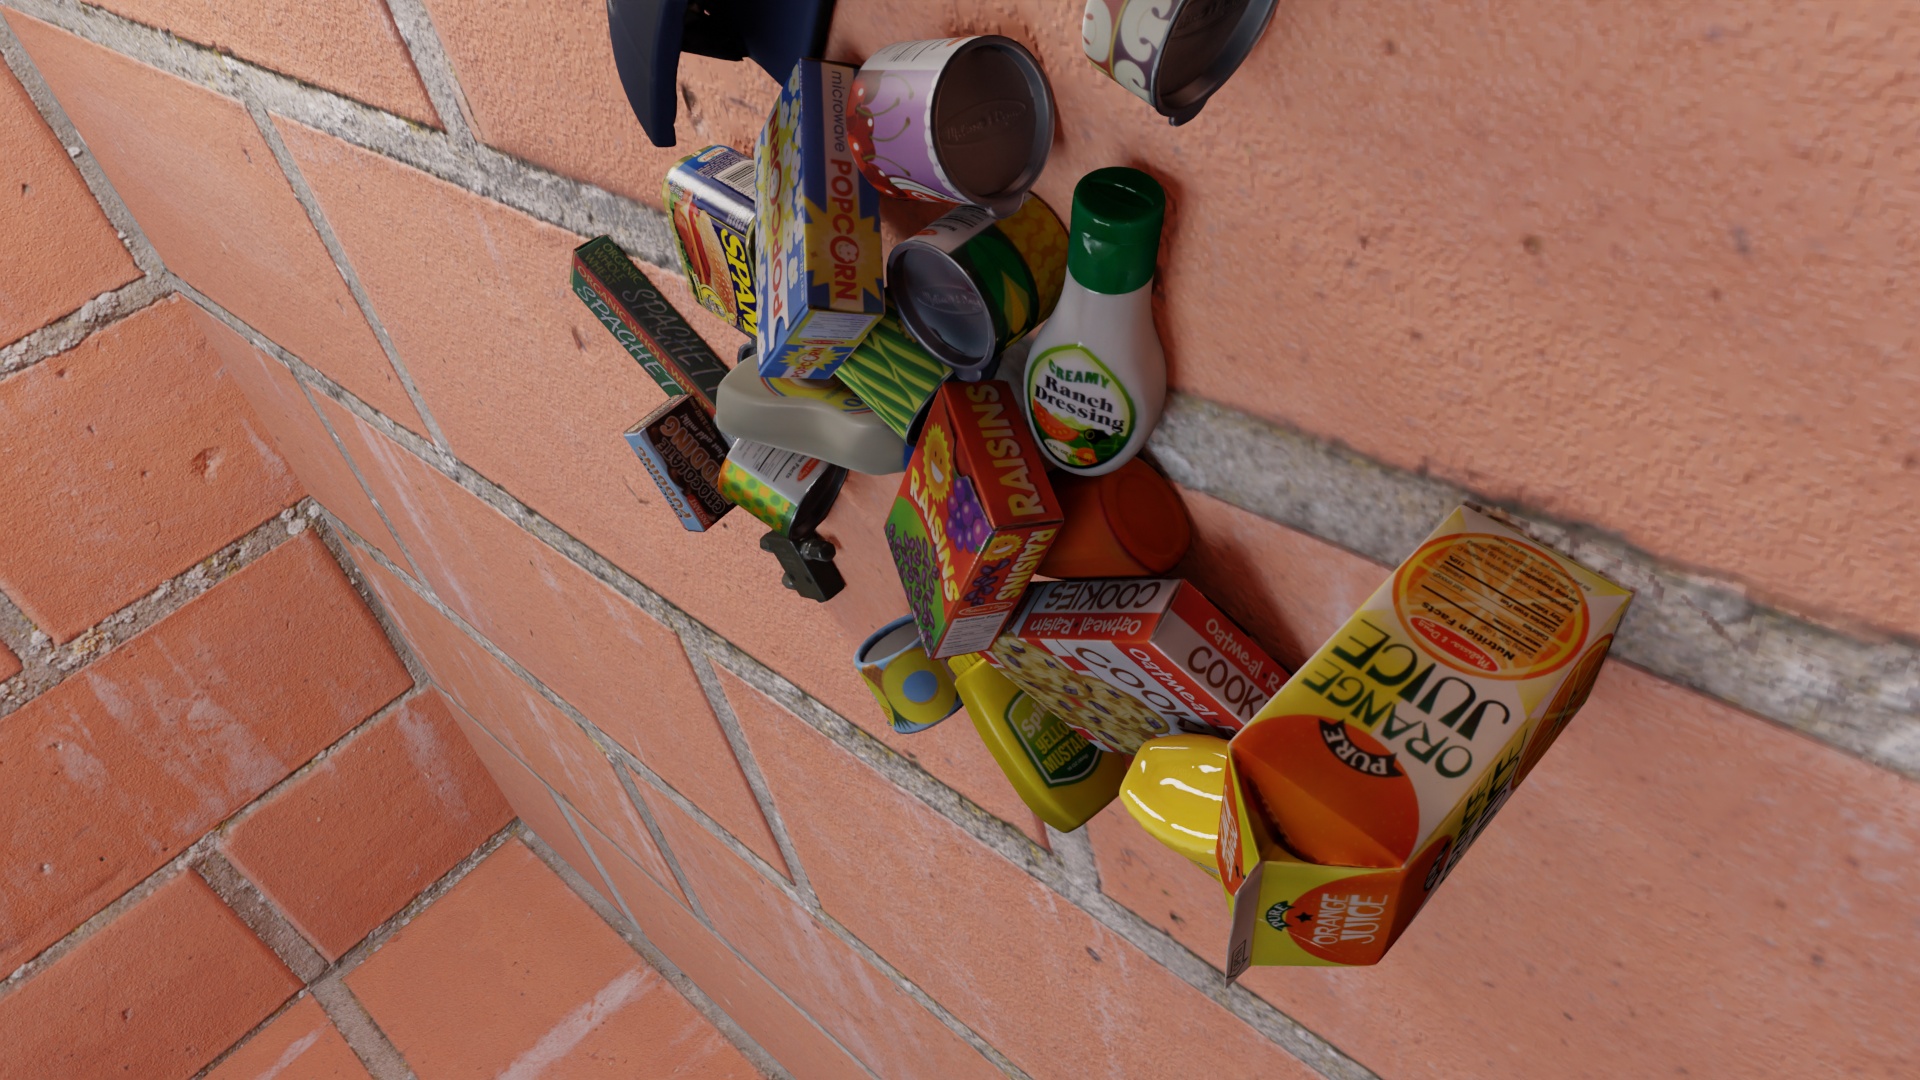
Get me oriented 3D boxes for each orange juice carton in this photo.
[{"bbox_3d":[0.156,0.079,0.504,0.073,0.193,0.071,34,150,30],"label":"orange juice carton"}]

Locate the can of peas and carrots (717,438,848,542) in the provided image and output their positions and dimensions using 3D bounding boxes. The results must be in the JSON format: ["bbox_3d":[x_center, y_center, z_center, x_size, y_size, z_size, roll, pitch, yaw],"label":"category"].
[{"bbox_3d":[-0.113,-0.040,0.891,0.059,0.071,0.070,33,150,9],"label":"can of peas and carrots"}]

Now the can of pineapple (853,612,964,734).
[{"bbox_3d":[-0.033,0.089,0.939,0.071,0.071,0.057,-2,122,57],"label":"can of pineapple"}]

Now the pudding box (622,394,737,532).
[{"bbox_3d":[-0.186,-0.053,0.949,0.030,0.050,0.083,2,127,54],"label":"pudding box"}]

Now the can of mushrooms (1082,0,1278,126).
[{"bbox_3d":[0.072,-0.173,0.453,0.033,0.071,0.070,41,151,19],"label":"can of mushrooms"}]

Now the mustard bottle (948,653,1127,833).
[{"bbox_3d":[0.036,0.103,0.862,0.160,0.065,0.048,51,157,6],"label":"mustard bottle"}]

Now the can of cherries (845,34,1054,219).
[{"bbox_3d":[-0.005,-0.170,0.572,0.058,0.072,0.071,18,139,46],"label":"can of cherries"}]

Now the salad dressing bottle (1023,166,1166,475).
[{"bbox_3d":[0.061,-0.091,0.598,0.064,0.044,0.146,25,146,17],"label":"salad dressing bottle"}]

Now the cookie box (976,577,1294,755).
[{"bbox_3d":[0.092,0.069,0.720,0.123,0.040,0.167,40,158,-24],"label":"cookie box"}]

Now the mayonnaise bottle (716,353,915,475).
[{"bbox_3d":[-0.057,-0.065,0.767,0.148,0.065,0.041,16,122,16],"label":"mayonnaise bottle"}]

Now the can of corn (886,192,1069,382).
[{"bbox_3d":[0.011,-0.116,0.626,0.071,0.058,0.070,36,150,25],"label":"can of corn"}]

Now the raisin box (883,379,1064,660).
[{"bbox_3d":[0.002,-0.009,0.690,0.122,0.040,0.086,116,141,-52],"label":"raisin box"}]

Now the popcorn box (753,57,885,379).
[{"bbox_3d":[-0.069,-0.149,0.656,0.085,0.038,0.127,147,122,-62],"label":"popcorn box"}]

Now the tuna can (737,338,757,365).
[{"bbox_3d":[-0.103,-0.102,0.846,0.071,0.033,0.070,36,150,25],"label":"tuna can"}]

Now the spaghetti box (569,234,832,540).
[{"bbox_3d":[-0.180,-0.107,0.960,0.250,0.029,0.050,48,153,5],"label":"spaghetti box"}]

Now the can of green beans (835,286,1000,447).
[{"bbox_3d":[-0.023,-0.091,0.702,0.058,0.071,0.071,45,152,12],"label":"can of green beans"}]

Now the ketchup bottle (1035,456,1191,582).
[{"bbox_3d":[0.051,-0.007,0.719,0.064,0.044,0.148,53,153,-16],"label":"ketchup bottle"}]
